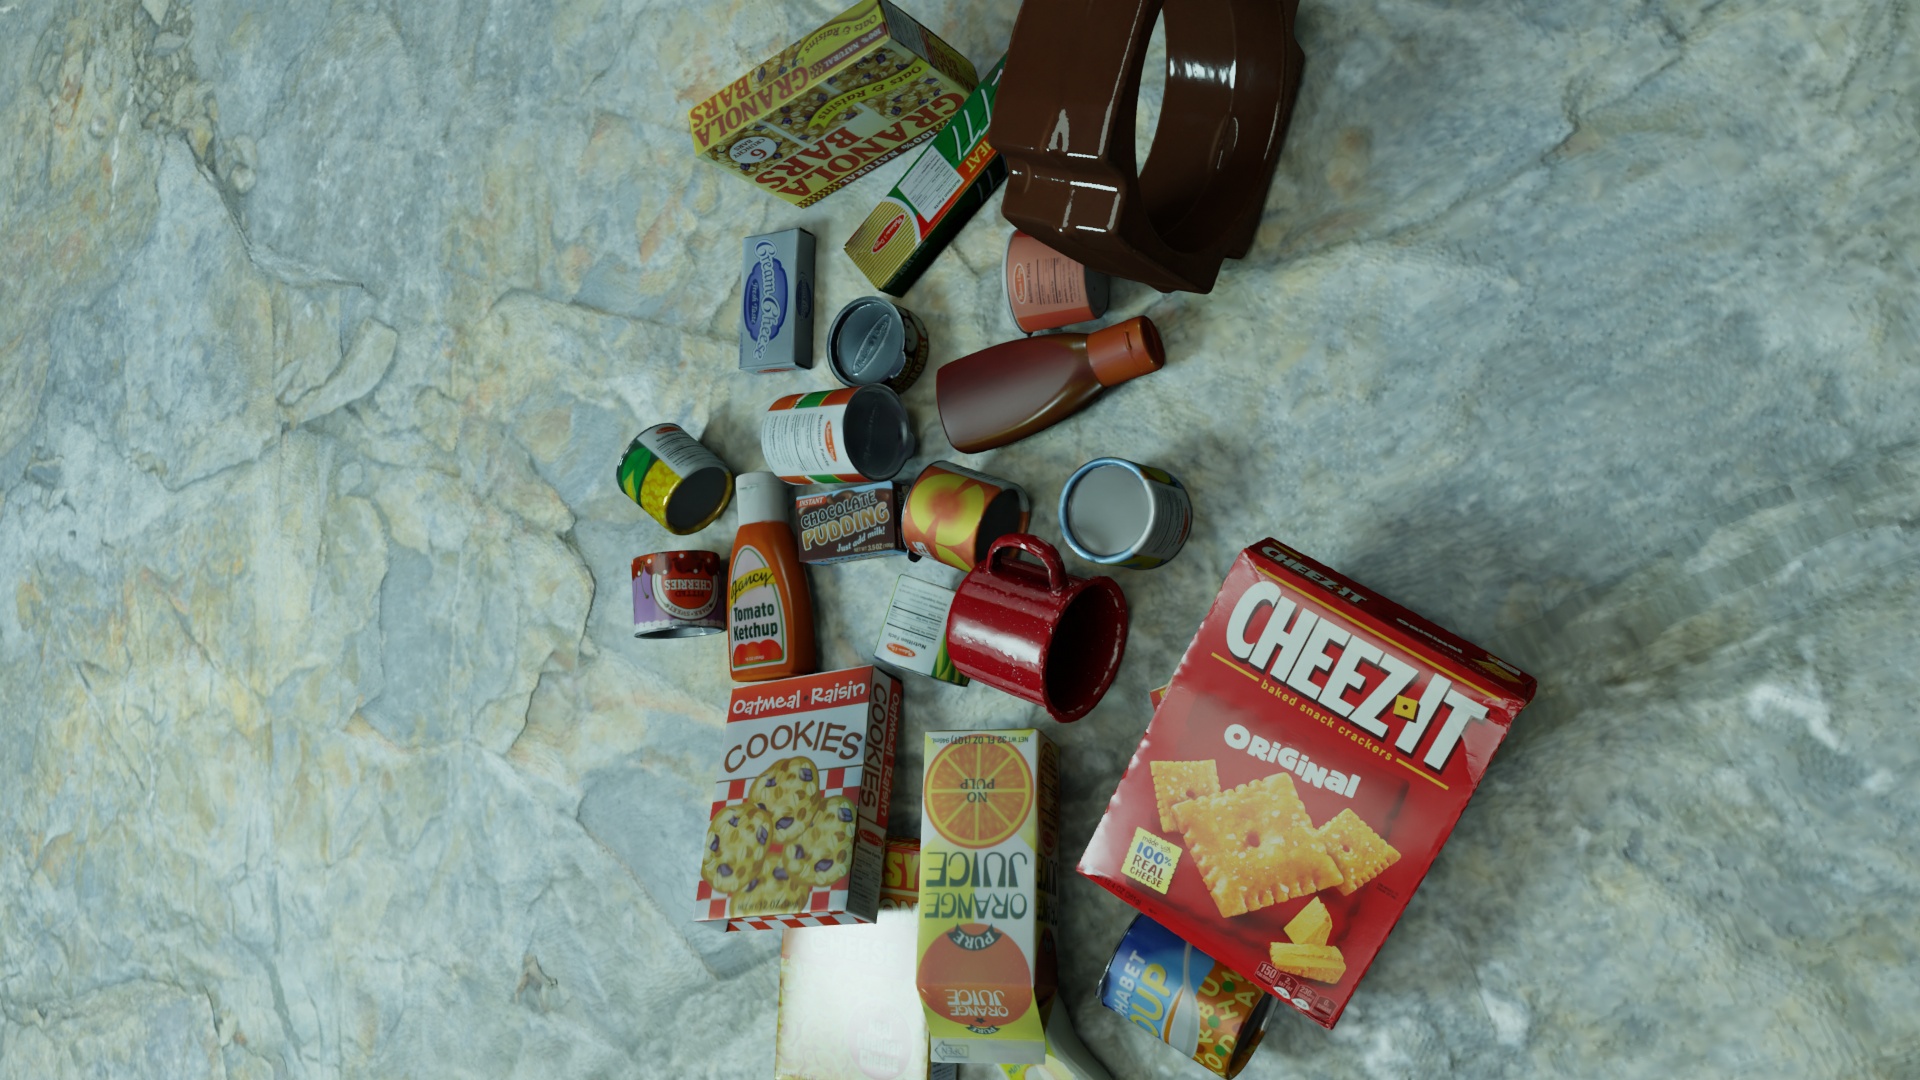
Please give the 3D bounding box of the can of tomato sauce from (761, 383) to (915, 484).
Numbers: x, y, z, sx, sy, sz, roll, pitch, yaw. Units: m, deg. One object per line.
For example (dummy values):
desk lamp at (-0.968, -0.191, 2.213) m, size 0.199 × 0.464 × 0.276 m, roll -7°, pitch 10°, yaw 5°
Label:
can of tomato sauce at (-0.085, -0.072, 0.961) m, size 0.083 × 0.071 × 0.071 m, roll -1°, pitch 84°, yaw 41°

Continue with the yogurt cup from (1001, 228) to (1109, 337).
yogurt cup at (0.063, -0.168, 0.892) m, size 0.054 × 0.072 × 0.072 m, roll 0°, pitch 85°, yaw 22°

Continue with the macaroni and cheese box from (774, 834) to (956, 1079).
macaroni and cheese box at (-0.061, 0.283, 0.928) m, size 0.123 × 0.040 × 0.166 m, roll -1°, pitch 84°, yaw 30°

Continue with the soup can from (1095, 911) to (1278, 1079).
soup can at (0.131, 0.261, 0.800) m, size 0.084 × 0.071 × 0.071 m, roll 24°, pitch 97°, yaw 30°

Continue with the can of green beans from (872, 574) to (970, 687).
can of green beans at (-0.018, 0.059, 0.910) m, size 0.071 × 0.071 × 0.058 m, roll 17°, pitch 88°, yaw 31°

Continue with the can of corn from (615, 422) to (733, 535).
can of corn at (-0.213, -0.043, 1.039) m, size 0.058 × 0.071 × 0.071 m, roll 37°, pitch 104°, yaw 28°

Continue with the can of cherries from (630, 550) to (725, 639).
can of cherries at (-0.207, 0.040, 1.024) m, size 0.071 × 0.071 × 0.058 m, roll -10°, pitch 79°, yaw 29°

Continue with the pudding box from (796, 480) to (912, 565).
pudding box at (-0.073, -0.012, 0.973) m, size 0.083 × 0.030 × 0.050 m, roll -7°, pitch 80°, yaw 29°

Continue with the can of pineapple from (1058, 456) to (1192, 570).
can of pineapple at (0.100, -0.016, 0.856) m, size 0.071 × 0.058 × 0.071 m, roll -3°, pitch 83°, yaw 31°

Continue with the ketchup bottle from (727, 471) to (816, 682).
ketchup bottle at (-0.139, 0.026, 1.000) m, size 0.064 × 0.043 × 0.149 m, roll -10°, pitch 79°, yaw 30°

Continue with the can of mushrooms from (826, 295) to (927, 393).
can of mushrooms at (-0.057, -0.134, 0.975) m, size 0.071 × 0.033 × 0.071 m, roll -4°, pitch 82°, yaw 30°

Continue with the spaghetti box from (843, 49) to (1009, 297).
spaghetti box at (0.017, -0.274, 0.949) m, size 0.249 × 0.029 × 0.050 m, roll -46°, pitch 65°, yaw 18°

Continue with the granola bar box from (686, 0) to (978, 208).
granola bar box at (-0.085, -0.297, 0.956) m, size 0.165 × 0.124 × 0.039 m, roll -22°, pitch 75°, yaw 27°

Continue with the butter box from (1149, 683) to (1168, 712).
butter box at (0.168, 0.098, 0.823) m, size 0.103 × 0.024 × 0.053 m, roll -24°, pitch 73°, yaw 26°

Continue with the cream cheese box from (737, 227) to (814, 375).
cream cheese box at (-0.137, -0.177, 1.032) m, size 0.053 × 0.024 × 0.104 m, roll -2°, pitch 84°, yaw 30°

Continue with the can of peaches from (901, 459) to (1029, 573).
can of peaches at (0.003, -0.011, 0.907) m, size 0.058 × 0.071 × 0.071 m, roll 18°, pitch 94°, yaw 30°

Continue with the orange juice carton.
orange juice carton at (0.019, 0.214, 0.840) m, size 0.072 × 0.073 × 0.193 m, roll -3°, pitch 70°, yaw 15°

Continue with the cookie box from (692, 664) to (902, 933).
cookie box at (-0.107, 0.173, 0.934) m, size 0.123 × 0.040 × 0.168 m, roll -12°, pitch 57°, yaw 27°

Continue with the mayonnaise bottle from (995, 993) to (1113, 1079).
mayonnaise bottle at (0.043, 0.310, 0.863) m, size 0.064 × 0.041 × 0.148 m, roll -39°, pitch 66°, yaw 17°

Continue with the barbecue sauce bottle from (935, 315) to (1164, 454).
barbecue sauce bottle at (0.057, -0.105, 0.899) m, size 0.148 × 0.044 × 0.065 m, roll -17°, pitch 77°, yaw 27°
